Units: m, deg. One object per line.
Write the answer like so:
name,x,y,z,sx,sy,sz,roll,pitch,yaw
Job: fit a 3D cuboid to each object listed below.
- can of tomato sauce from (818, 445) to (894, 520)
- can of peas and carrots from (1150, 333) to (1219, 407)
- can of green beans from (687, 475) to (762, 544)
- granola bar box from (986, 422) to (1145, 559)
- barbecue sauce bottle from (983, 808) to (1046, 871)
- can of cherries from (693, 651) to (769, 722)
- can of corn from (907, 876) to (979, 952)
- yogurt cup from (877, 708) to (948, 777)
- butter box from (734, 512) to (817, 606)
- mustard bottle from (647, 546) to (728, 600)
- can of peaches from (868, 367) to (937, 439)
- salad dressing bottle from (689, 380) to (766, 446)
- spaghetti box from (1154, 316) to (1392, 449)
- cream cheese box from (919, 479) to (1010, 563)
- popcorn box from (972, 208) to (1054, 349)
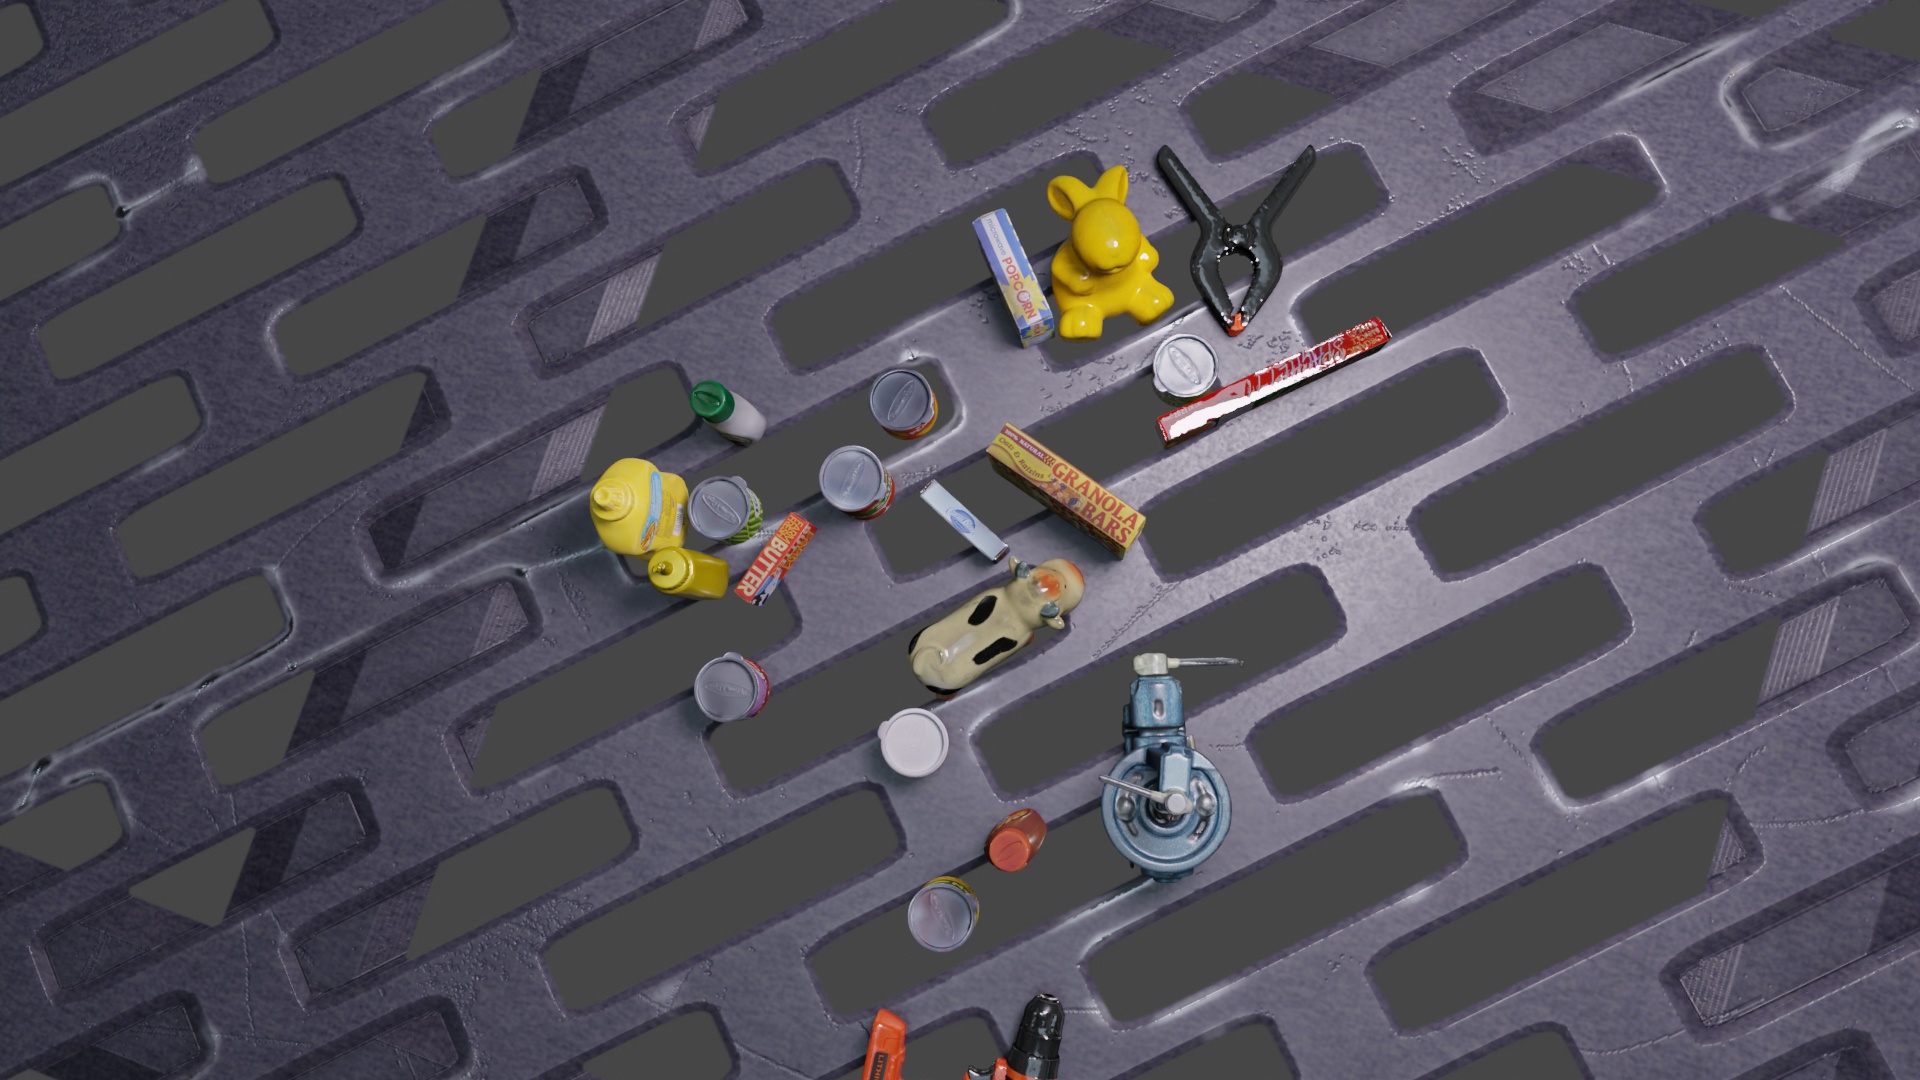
can of tomato sauce,-0.103,-0.057,1.425,0.071,0.083,0.071,-1,84,5
can of peas and carrots,0.227,-0.172,1.423,0.071,0.058,0.071,-1,84,5
can of green beans,-0.244,-0.030,1.447,0.071,0.058,0.071,-1,84,5
granola bar box,0.106,-0.048,1.386,0.166,0.124,0.039,35,88,8
barbecue sauce bottle,0.051,0.292,1.338,0.065,0.148,0.044,-37,82,0
can of cherries,-0.232,0.150,1.424,0.071,0.058,0.071,-1,84,5
can of corn,-0.014,0.369,1.380,0.071,0.058,0.071,-1,84,5
yogurt cup,-0.044,0.204,1.404,0.072,0.054,0.072,-1,83,5
butter box,-0.191,0.020,1.439,0.024,0.053,0.103,35,87,8
mustard bottle,-0.278,0.032,1.391,0.065,0.160,0.049,5,84,6
can of peaches,-0.057,-0.140,1.444,0.071,0.058,0.071,-1,84,5
salad dressing bottle,-0.238,-0.130,1.413,0.064,0.147,0.044,24,86,7
spaghetti box,0.317,-0.160,1.418,0.250,0.050,0.029,-25,82,2
cream cheese box,0.005,-0.018,1.426,0.104,0.053,0.024,42,89,8
popcorn box,0.056,-0.269,1.436,0.038,0.085,0.127,-23,82,2
